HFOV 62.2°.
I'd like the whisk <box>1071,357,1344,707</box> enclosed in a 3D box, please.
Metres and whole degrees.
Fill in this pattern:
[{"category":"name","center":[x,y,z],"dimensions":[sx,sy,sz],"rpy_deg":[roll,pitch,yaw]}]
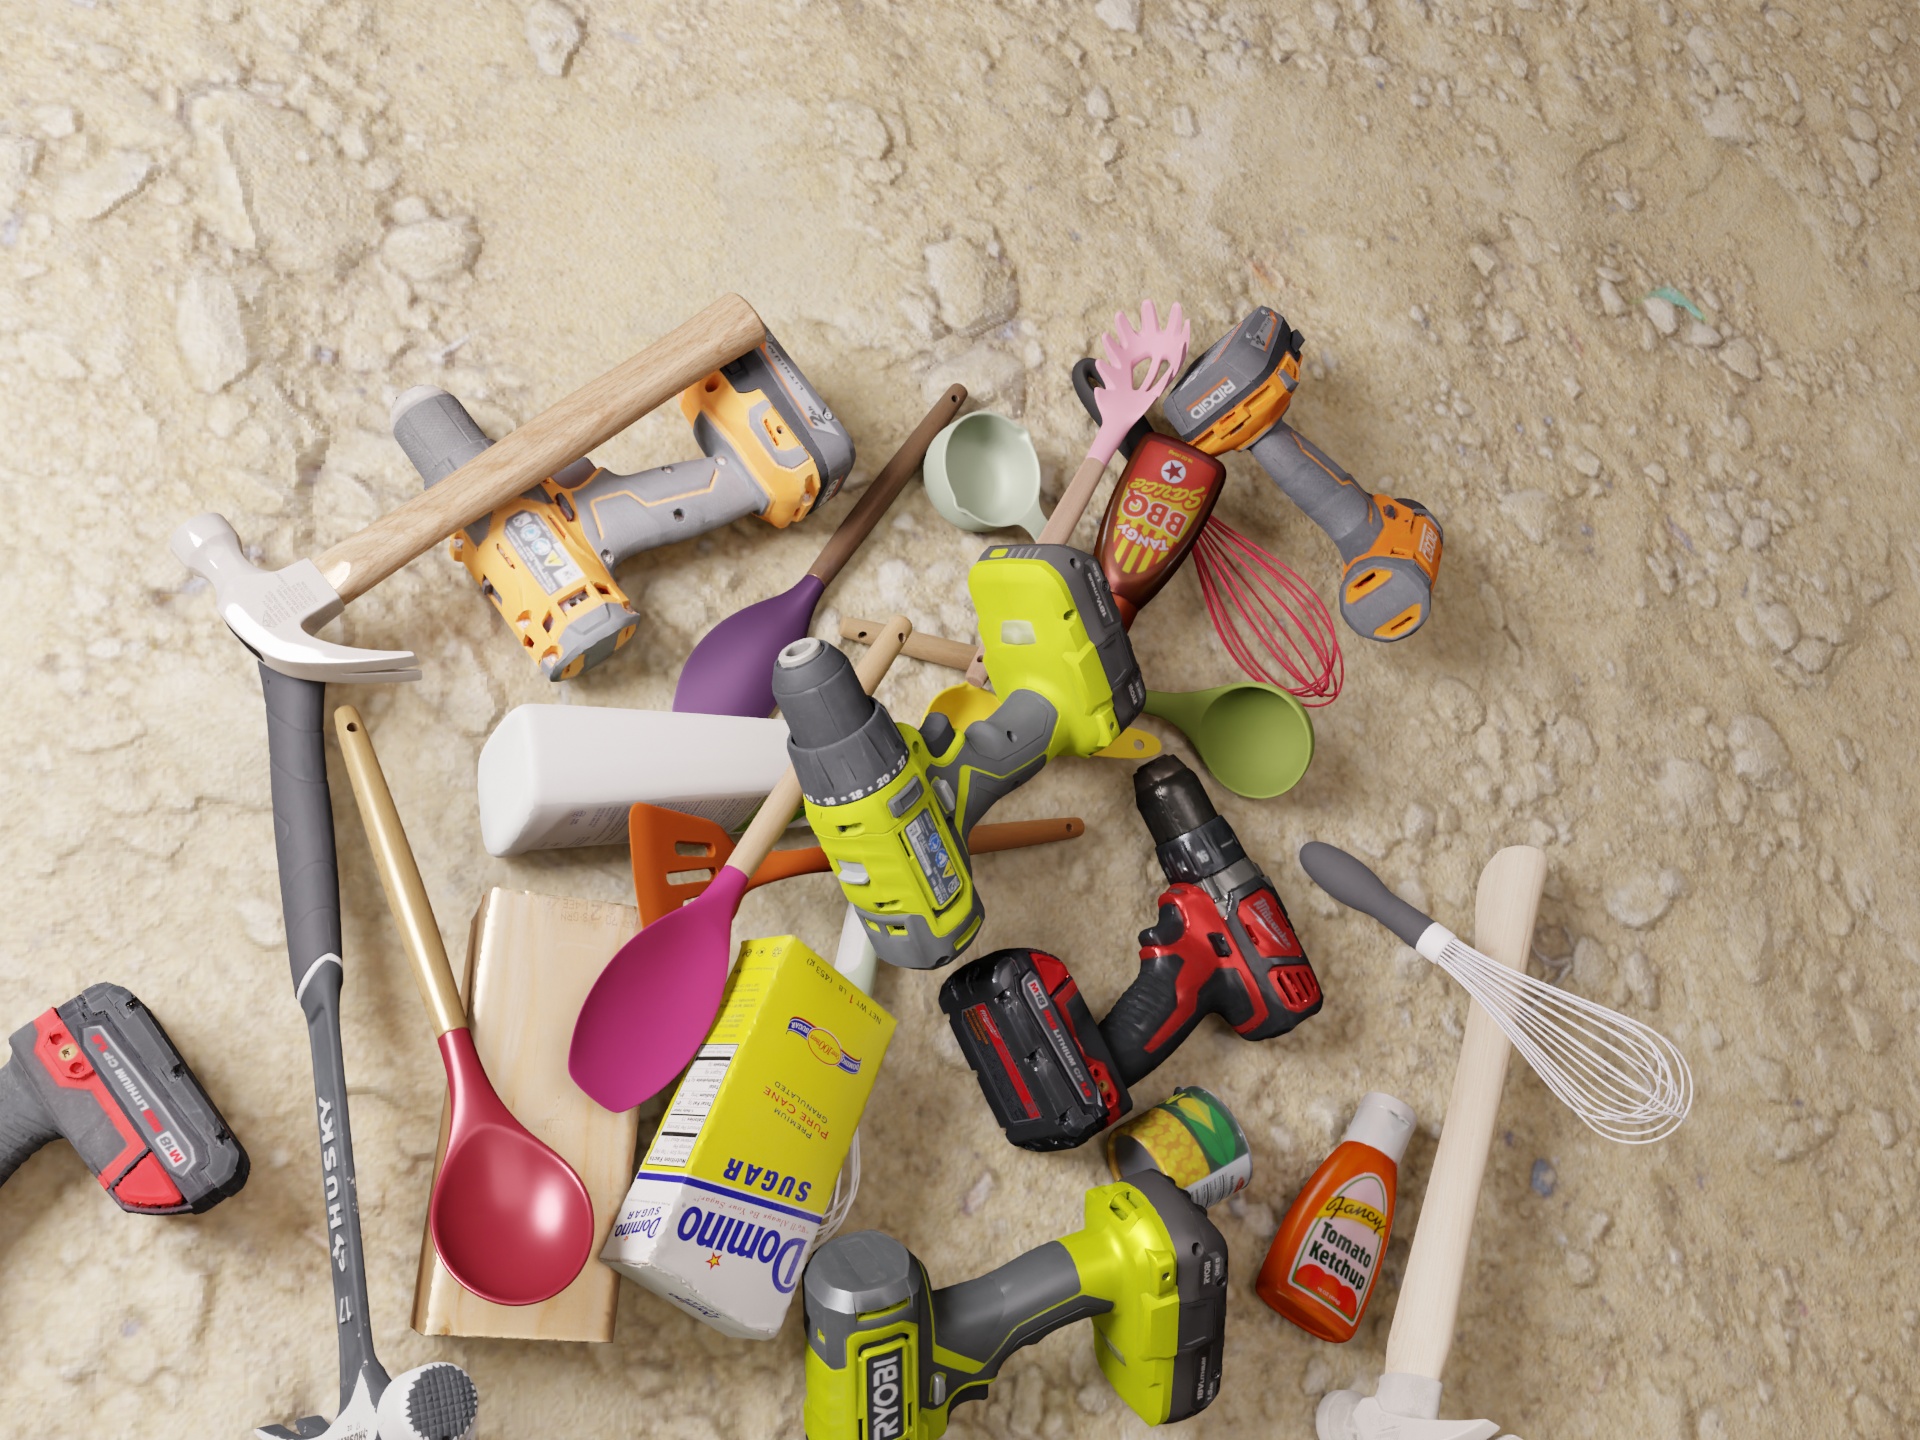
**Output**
[{"category":"whisk","center":[0.166,-0.131,1.092],"dimensions":[0.073,0.073,0.296],"rpy_deg":[-29,79,-28]}]

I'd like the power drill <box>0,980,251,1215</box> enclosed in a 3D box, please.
[{"category":"power drill","center":[-0.440,0.227,0.701],"dimensions":[0.219,0.078,0.143],"rpy_deg":[-34,88,-26]}]

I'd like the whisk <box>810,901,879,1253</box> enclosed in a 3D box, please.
[{"category":"whisk","center":[-0.067,0.175,0.894],"dimensions":[0.059,0.058,0.246],"rpy_deg":[42,50,-45]}]

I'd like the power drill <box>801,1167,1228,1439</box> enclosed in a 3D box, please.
[{"category":"power drill","center":[0.026,0.335,0.842],"dimensions":[0.223,0.080,0.171],"rpy_deg":[-8,109,-24]}]

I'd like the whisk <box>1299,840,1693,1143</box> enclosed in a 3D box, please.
[{"category":"whisk","center":[0.323,0.158,0.989],"dimensions":[0.070,0.070,0.285],"rpy_deg":[-31,51,-28]}]

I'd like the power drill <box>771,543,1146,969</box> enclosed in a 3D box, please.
[{"category":"power drill","center":[-0.001,-0.003,0.876],"dimensions":[0.228,0.080,0.190],"rpy_deg":[-45,124,-37]}]

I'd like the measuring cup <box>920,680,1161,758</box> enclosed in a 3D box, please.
[{"category":"measuring cup","center":[0.049,0.013,0.999],"dimensions":[0.156,0.029,0.062],"rpy_deg":[6,68,-16]}]

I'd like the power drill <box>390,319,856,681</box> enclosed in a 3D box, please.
[{"category":"power drill","center":[-0.199,-0.153,0.931],"dimensions":[0.226,0.084,0.185],"rpy_deg":[-36,87,-24]}]

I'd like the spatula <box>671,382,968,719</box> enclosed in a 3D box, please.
[{"category":"spatula","center":[-0.079,-0.106,0.998],"dimensions":[0.059,0.018,0.316],"rpy_deg":[40,63,-12]}]

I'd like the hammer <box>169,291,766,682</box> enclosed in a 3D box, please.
[{"category":"hammer","center":[-0.241,-0.135,0.859],"dimensions":[0.331,0.031,0.130],"rpy_deg":[-38,80,-20]}]

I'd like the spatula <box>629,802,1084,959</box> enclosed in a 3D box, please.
[{"category":"spatula","center":[-0.047,0.075,0.903],"dimensions":[0.322,0.041,0.081],"rpy_deg":[-4,82,-38]}]

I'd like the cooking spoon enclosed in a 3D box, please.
[{"category":"cooking spoon","center":[-0.103,0.060,0.828],"dimensions":[0.068,0.017,0.319],"rpy_deg":[51,54,-29]}]

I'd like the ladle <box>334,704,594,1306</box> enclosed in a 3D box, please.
[{"category":"ladle","center":[-0.248,0.125,0.749],"dimensions":[0.069,0.031,0.316],"rpy_deg":[-12,63,-32]}]

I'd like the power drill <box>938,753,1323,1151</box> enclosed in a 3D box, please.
[{"category":"power drill","center":[0.101,0.136,0.962],"dimensions":[0.226,0.080,0.188],"rpy_deg":[-24,84,-31]}]

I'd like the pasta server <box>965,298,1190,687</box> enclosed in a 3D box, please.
[{"category":"pasta server","center":[0.075,-0.152,1.034],"dimensions":[0.060,0.040,0.316],"rpy_deg":[14,61,28]}]

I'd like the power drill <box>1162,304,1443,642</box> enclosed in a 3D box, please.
[{"category":"power drill","center":[0.253,-0.176,1.114],"dimensions":[0.226,0.084,0.164],"rpy_deg":[47,34,-9]}]

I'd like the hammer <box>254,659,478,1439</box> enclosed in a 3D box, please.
[{"category":"hammer","center":[-0.310,0.148,0.771],"dimensions":[0.036,0.149,0.409],"rpy_deg":[9,57,-46]}]

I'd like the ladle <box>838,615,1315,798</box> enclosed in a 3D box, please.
[{"category":"ladle","center":[0.078,-0.017,1.015],"dimensions":[0.320,0.078,0.062],"rpy_deg":[14,25,-14]}]

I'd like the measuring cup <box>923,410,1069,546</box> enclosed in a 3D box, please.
[{"category":"measuring cup","center":[0.039,-0.128,1.052],"dimensions":[0.167,0.038,0.083],"rpy_deg":[50,61,-20]}]

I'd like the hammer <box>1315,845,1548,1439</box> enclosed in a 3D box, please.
[{"category":"hammer","center":[0.324,0.252,0.992],"dimensions":[0.038,0.146,0.411],"rpy_deg":[31,59,-12]}]
